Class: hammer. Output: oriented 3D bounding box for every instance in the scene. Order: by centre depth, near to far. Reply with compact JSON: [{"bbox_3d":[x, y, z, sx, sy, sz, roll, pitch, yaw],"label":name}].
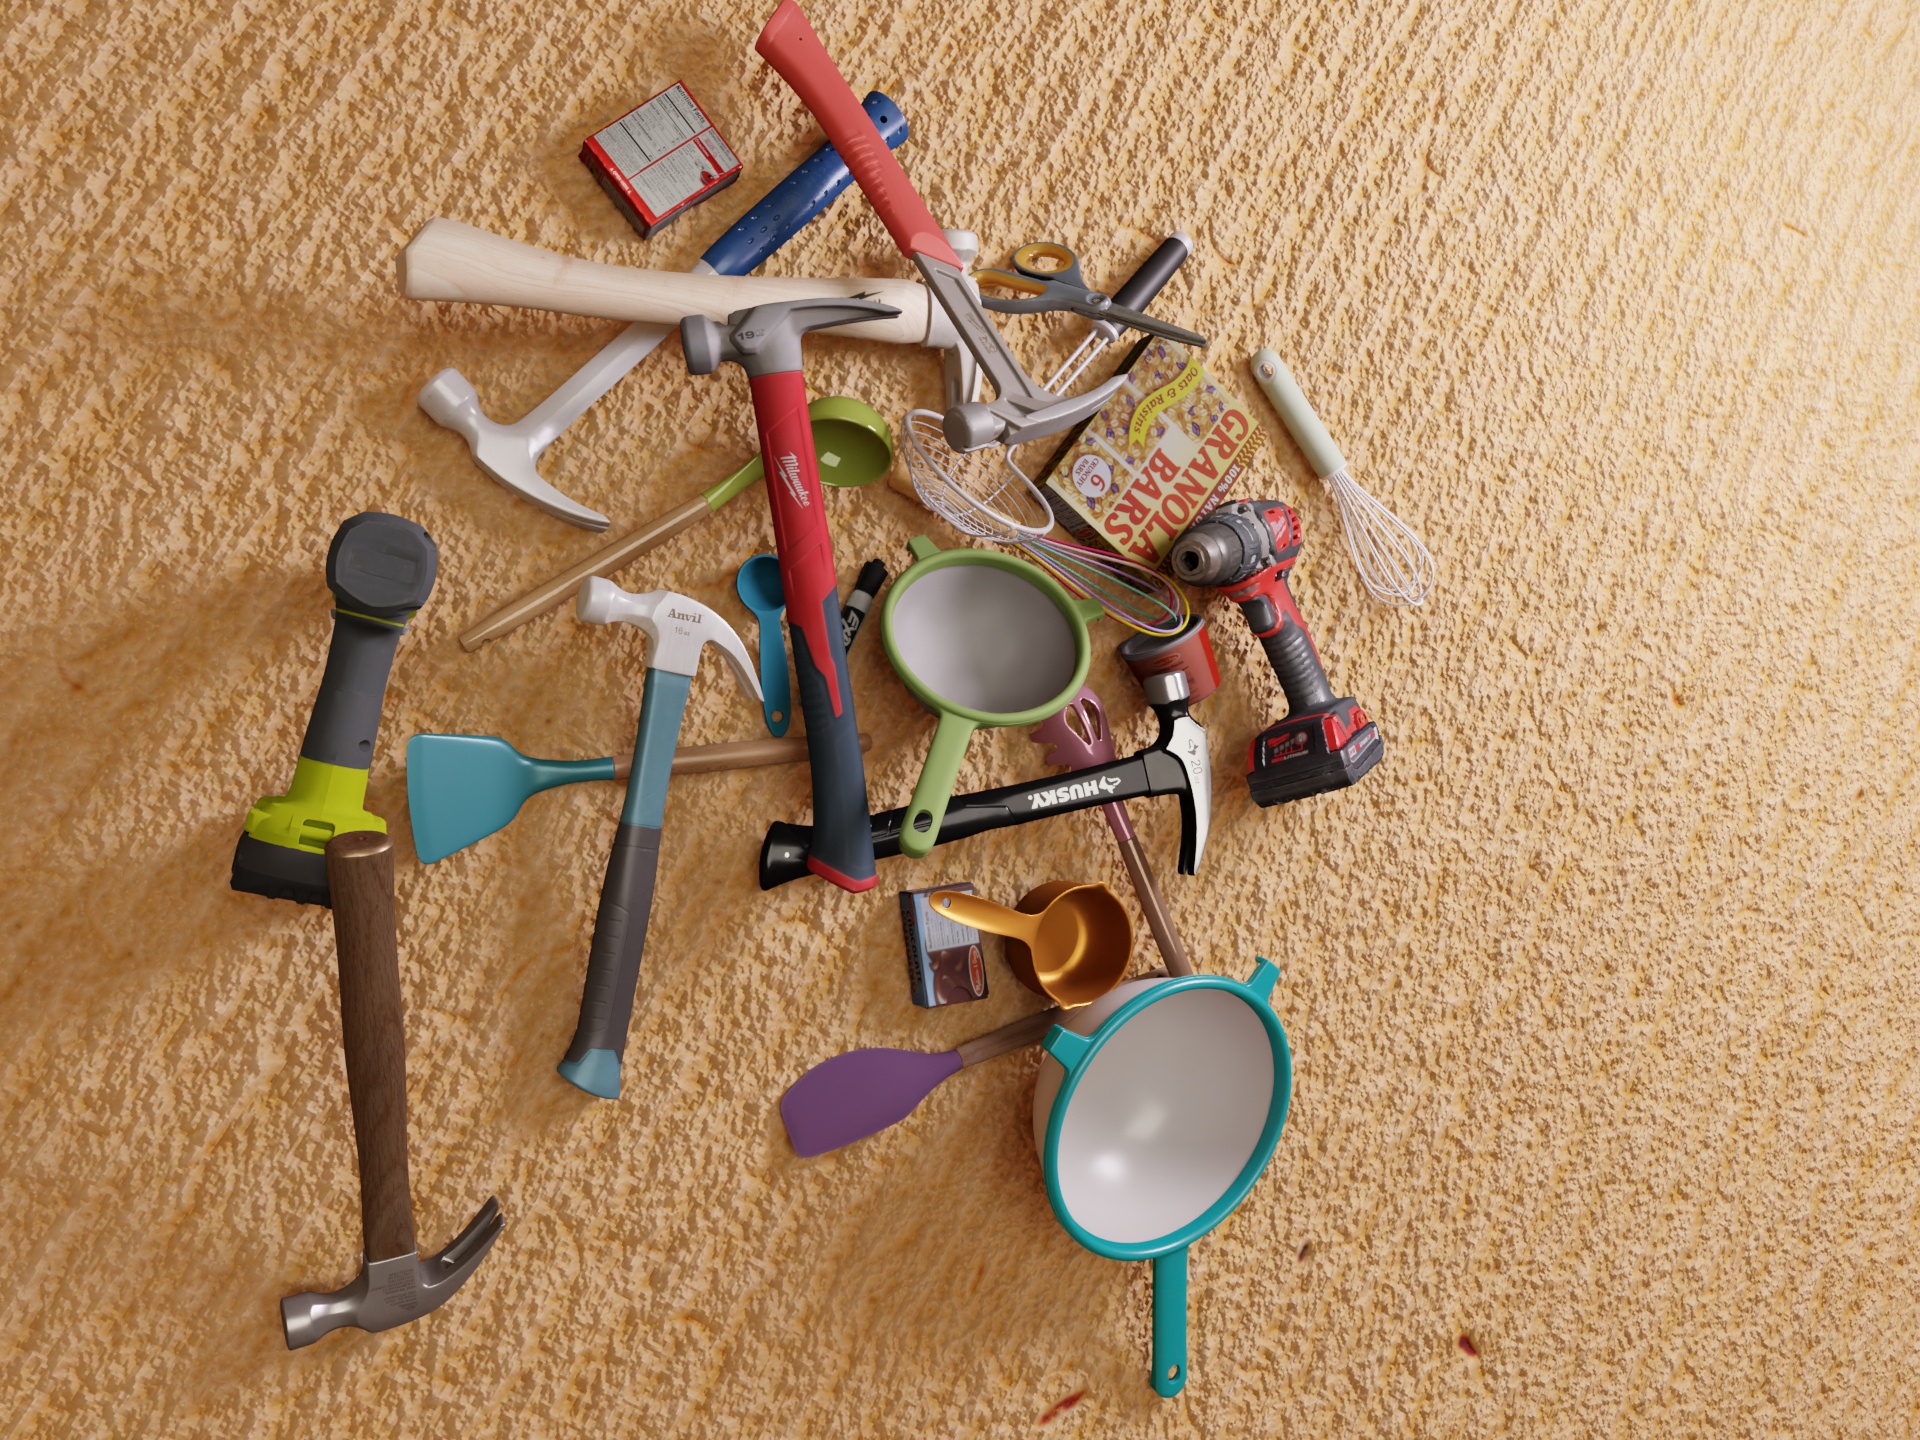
[{"bbox_3d":[-0.335,0.216,0.922,0.130,0.031,0.331,-8,115,-28],"label":"hammer"},{"bbox_3d":[-0.212,0.081,1.032,0.128,0.033,0.331,11,90,-28],"label":"hammer"},{"bbox_3d":[-0.082,-0.079,1.047,0.143,0.038,0.386,-9,97,-8],"label":"hammer"},{"bbox_3d":[-0.163,-0.272,1.067,0.410,0.038,0.146,-4,95,-32],"label":"hammer"},{"bbox_3d":[-0.030,-0.350,1.103,0.149,0.036,0.359,-25,79,-34],"label":"hammer"},{"bbox_3d":[-0.177,-0.300,1.109,0.144,0.035,0.405,46,71,-11],"label":"hammer"},{"bbox_3d":[0.021,0.069,1.124,0.334,0.035,0.146,-12,89,-13],"label":"hammer"}]

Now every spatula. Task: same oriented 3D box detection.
[{"bbox_3d":[-0.204,0.032,1.062,0.317,0.044,0.082,-6,98,-24],"label":"spatula"},{"bbox_3d":[0.020,0.233,1.146,0.316,0.018,0.060,-17,79,-22],"label":"spatula"}]

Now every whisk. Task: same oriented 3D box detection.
[{"bbox_3d":[0.060,-0.129,1.172,0.245,0.051,0.047,27,93,-6],"label":"whisk"},{"bbox_3d":[0.308,-0.196,1.293,0.246,0.058,0.059,56,35,-5],"label":"whisk"}]

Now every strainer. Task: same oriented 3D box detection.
[{"bbox_3d":[-0.002,-0.004,1.103,0.151,0.069,0.257,20,56,-1],"label":"strainer"},{"bbox_3d":[0.129,0.327,1.152,0.211,0.095,0.340,-13,111,-28],"label":"strainer"}]

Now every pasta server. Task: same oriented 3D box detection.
[{"bbox_3d":[0.131,0.113,1.188,0.060,0.040,0.316,-24,93,-22],"label":"pasta server"}]

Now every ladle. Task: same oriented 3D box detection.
[{"bbox_3d":[-0.187,-0.125,1.068,0.320,0.078,0.062,-33,64,-13],"label":"ladle"}]

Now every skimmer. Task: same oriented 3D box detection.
[{"bbox_3d":[0.085,-0.262,1.159,0.127,0.090,0.363,39,64,-2],"label":"skimmer"}]

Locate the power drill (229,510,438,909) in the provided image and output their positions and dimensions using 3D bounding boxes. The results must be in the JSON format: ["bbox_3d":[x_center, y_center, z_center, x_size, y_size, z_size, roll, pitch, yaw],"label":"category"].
[{"bbox_3d":[-0.363,-0.009,0.945,0.080,0.171,0.223,14,88,-20],"label":"power drill"}]

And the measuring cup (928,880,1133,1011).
[{"bbox_3d":[0.041,0.146,1.133,0.173,0.052,0.095,21,82,-27],"label":"measuring cup"}]

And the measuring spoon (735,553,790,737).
[{"bbox_3d":[-0.135,-0.052,1.116,0.042,0.021,0.128,-7,97,-23],"label":"measuring spoon"}]

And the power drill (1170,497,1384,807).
[{"bbox_3d":[0.229,-0.054,1.187,0.188,0.080,0.226,-23,95,-59],"label":"power drill"}]
